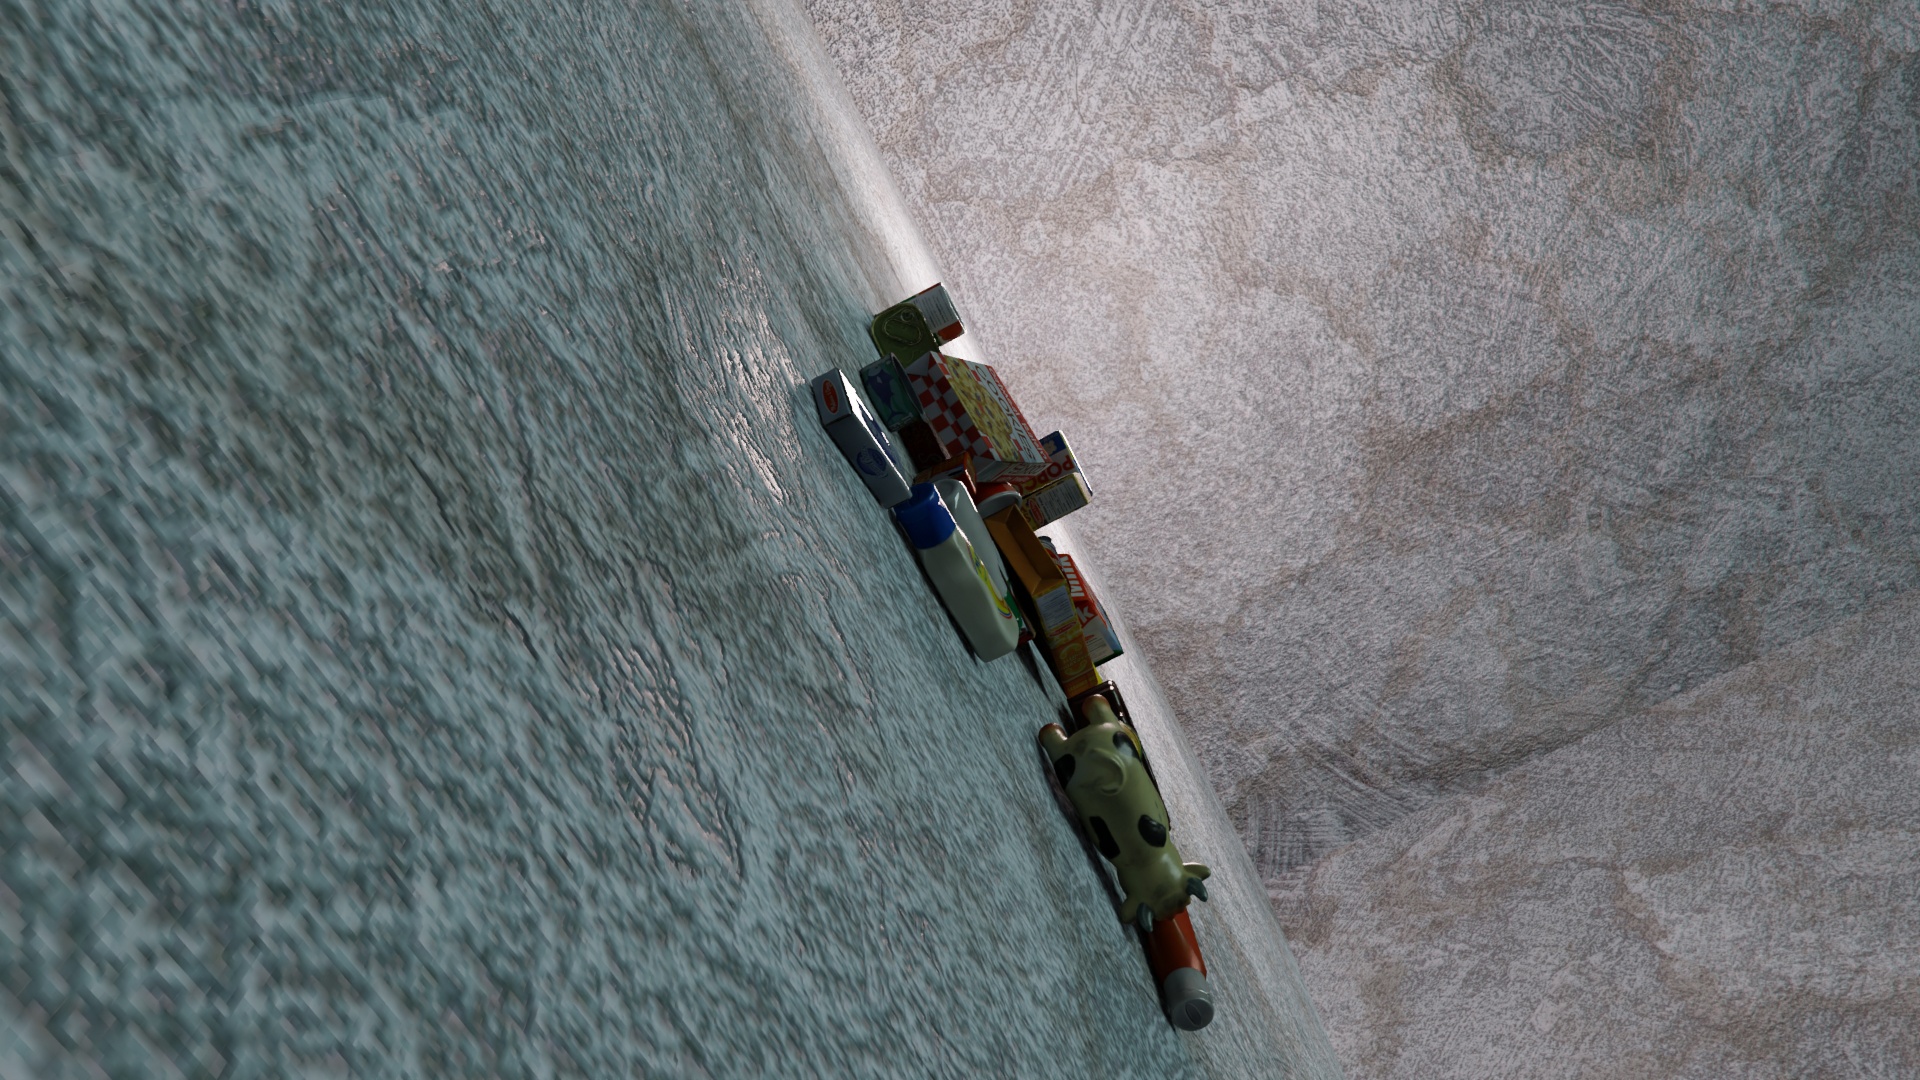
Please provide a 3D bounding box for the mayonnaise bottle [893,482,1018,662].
[{"bbox_3d":[-0.003,0.023,1.078,0.147,0.041,0.065,60,10,-28],"label":"mayonnaise bottle"}]

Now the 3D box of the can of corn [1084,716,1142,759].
[{"bbox_3d":[0.141,0.204,1.344,0.071,0.071,0.058,64,8,8],"label":"can of corn"}]

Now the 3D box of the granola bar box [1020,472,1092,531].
[{"bbox_3d":[0.079,-0.031,1.510,0.039,0.124,0.165,63,7,1],"label":"granola bar box"}]

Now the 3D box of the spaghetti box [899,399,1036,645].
[{"bbox_3d":[0.005,-0.017,1.317,0.250,0.028,0.050,63,7,-2],"label":"spaghetti box"}]

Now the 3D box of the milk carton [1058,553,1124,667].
[{"bbox_3d":[0.123,0.081,1.624,0.190,0.073,0.072,53,13,-54],"label":"milk carton"}]

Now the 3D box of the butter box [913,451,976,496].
[{"bbox_3d":[-0.013,-0.049,1.213,0.104,0.053,0.024,-84,148,-77],"label":"butter box"}]

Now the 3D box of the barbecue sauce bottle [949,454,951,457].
[{"bbox_3d":[-0.019,-0.124,1.424,0.044,0.065,0.148,23,-7,31],"label":"barbecue sauce bottle"}]

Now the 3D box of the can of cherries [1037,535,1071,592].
[{"bbox_3d":[0.082,0.038,1.501,0.071,0.071,0.058,56,11,-48],"label":"can of cherries"}]

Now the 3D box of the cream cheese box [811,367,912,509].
[{"bbox_3d":[-0.071,-0.073,1.008,0.103,0.024,0.053,55,11,-47],"label":"cream cheese box"}]

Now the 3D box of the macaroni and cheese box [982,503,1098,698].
[{"bbox_3d":[0.082,0.062,1.388,0.124,0.040,0.165,59,-6,45],"label":"macaroni and cheese box"}]

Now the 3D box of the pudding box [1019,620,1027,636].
[{"bbox_3d":[0.028,0.051,1.236,0.084,0.030,0.049,64,8,7],"label":"pudding box"}]

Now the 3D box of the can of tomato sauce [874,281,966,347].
[{"bbox_3d":[-0.044,-0.242,1.555,0.071,0.083,0.071,62,8,-14],"label":"can of tomato sauce"}]

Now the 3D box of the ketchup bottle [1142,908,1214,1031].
[{"bbox_3d":[0.189,0.362,1.216,0.064,0.043,0.149,59,8,-22],"label":"ketchup bottle"}]

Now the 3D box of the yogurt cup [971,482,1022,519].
[{"bbox_3d":[0.020,-0.044,1.396,0.054,0.072,0.072,58,4,26],"label":"yogurt cup"}]

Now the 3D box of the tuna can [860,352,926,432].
[{"bbox_3d":[-0.060,-0.131,1.251,0.071,0.033,0.071,61,8,-14],"label":"tuna can"}]

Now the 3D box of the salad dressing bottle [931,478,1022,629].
[{"bbox_3d":[0.009,0.019,1.155,0.147,0.044,0.064,63,28,-29],"label":"salad dressing bottle"}]

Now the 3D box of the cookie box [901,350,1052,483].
[{"bbox_3d":[0.019,-0.116,1.350,0.123,0.040,0.168,59,20,10],"label":"cookie box"}]

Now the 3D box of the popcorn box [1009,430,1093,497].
[{"bbox_3d":[0.082,-0.064,1.642,0.085,0.126,0.038,65,10,10],"label":"popcorn box"}]
